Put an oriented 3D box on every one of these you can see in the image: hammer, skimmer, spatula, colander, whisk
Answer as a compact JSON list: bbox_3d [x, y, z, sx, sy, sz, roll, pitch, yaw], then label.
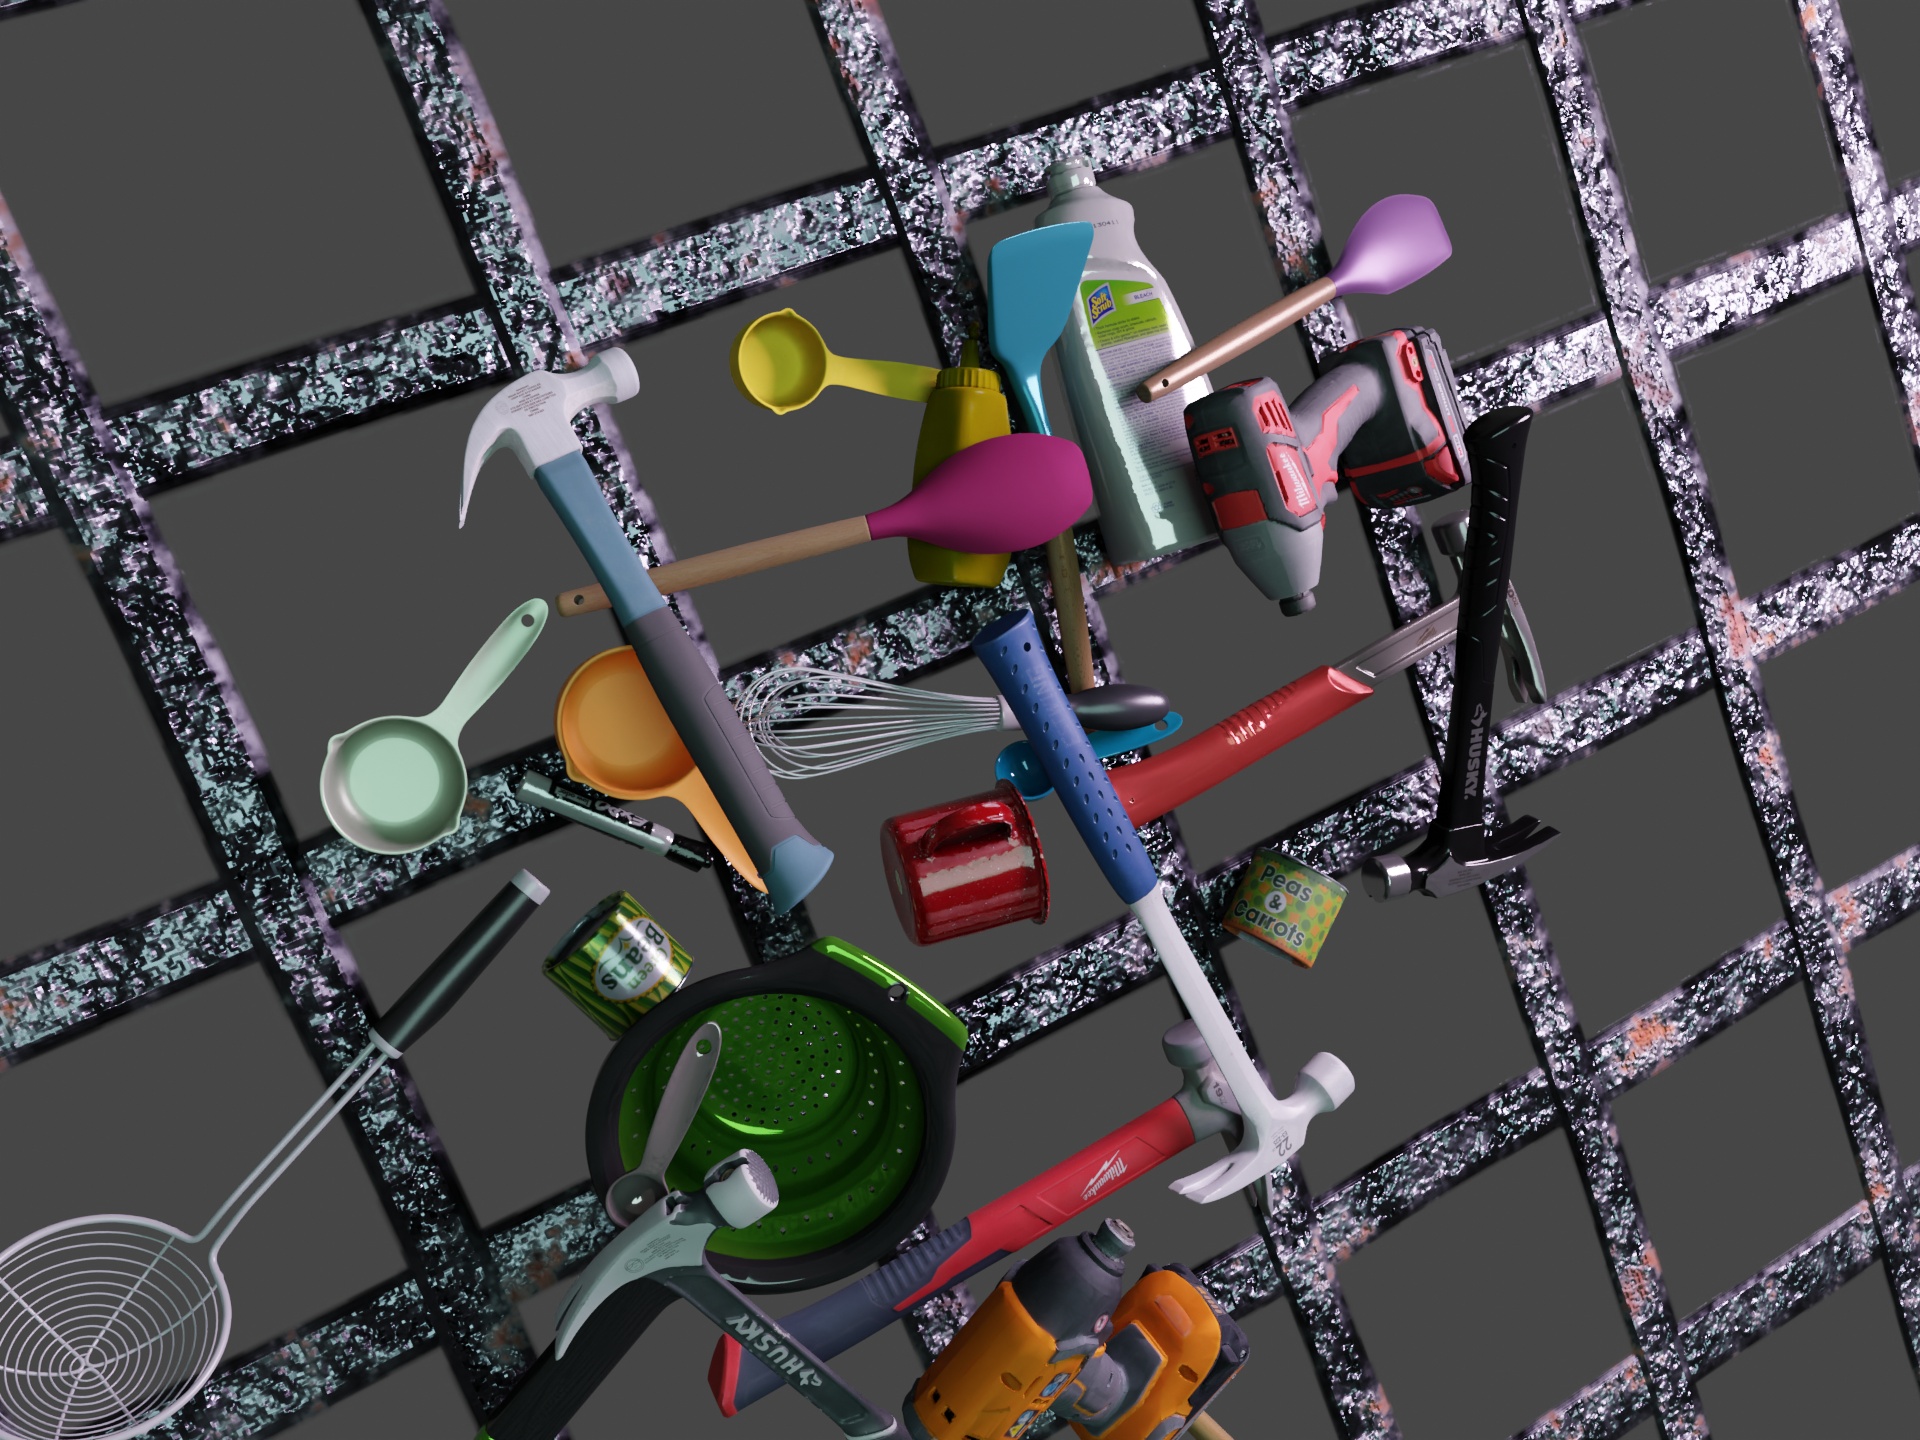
[{"bbox_3d":[0.113,0.118,0.982,0.144,0.035,0.405,-37,108,-23],"label":"hammer"},{"bbox_3d":[0.024,0.341,1.014,0.386,0.038,0.143,-26,102,-17],"label":"hammer"},{"bbox_3d":[-0.360,0.215,0.845,0.127,0.090,0.363,37,76,15],"label":"skimmer"},{"bbox_3d":[0.062,-0.137,0.975,0.082,0.044,0.317,-24,113,-35],"label":"spatula"},{"bbox_3d":[-0.160,0.280,0.930,0.204,0.095,0.397,37,98,-16],"label":"colander"},{"bbox_3d":[0.348,-0.041,1.060,0.146,0.035,0.334,-9,112,-21],"label":"hammer"},{"bbox_3d":[-0.001,-0.003,0.969,0.284,0.070,0.070,-3,93,-18],"label":"whisk"},{"bbox_3d":[0.222,-0.274,1.032,0.316,0.018,0.059,-35,103,-30],"label":"spatula"},{"bbox_3d":[0.236,-0.003,1.074,0.359,0.037,0.149,-28,101,-17],"label":"hammer"},{"bbox_3d":[-0.165,-0.046,0.877,0.128,0.033,0.331,-29,85,-26],"label":"hammer"},{"bbox_3d":[-0.068,0.408,0.931,0.149,0.036,0.408,-34,120,5],"label":"hammer"}]

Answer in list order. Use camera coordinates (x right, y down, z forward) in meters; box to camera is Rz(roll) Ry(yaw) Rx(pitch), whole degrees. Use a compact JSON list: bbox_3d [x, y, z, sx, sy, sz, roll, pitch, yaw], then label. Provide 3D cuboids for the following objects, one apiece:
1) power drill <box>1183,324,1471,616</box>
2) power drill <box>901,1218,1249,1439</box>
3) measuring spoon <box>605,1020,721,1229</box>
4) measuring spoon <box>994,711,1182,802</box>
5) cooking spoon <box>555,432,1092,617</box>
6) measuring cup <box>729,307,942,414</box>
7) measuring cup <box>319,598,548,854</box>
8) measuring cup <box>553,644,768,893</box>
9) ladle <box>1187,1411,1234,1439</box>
[{"bbox_3d":[0.234,-0.160,1.001,0.219,0.078,0.143,-29,103,-40],"label":"power drill"},{"bbox_3d":[0.084,0.371,0.948,0.164,0.084,0.226,-51,140,6],"label":"power drill"},{"bbox_3d":[-0.156,0.216,0.857,0.034,0.018,0.124,23,95,-9],"label":"measuring spoon"},{"bbox_3d":[0.083,0.022,1.020,0.128,0.021,0.042,-18,64,-11],"label":"measuring spoon"},{"bbox_3d":[-0.079,-0.105,0.925,0.319,0.017,0.069,-15,89,-3],"label":"cooking spoon"},{"bbox_3d":[-0.068,-0.210,0.968,0.156,0.029,0.062,2,97,-31],"label":"measuring cup"},{"bbox_3d":[-0.287,-0.001,0.889,0.083,0.038,0.167,40,78,-17],"label":"measuring cup"},{"bbox_3d":[-0.165,0.032,0.926,0.095,0.052,0.173,-41,106,-13],"label":"measuring cup"},{"bbox_3d":[0.213,0.535,1.096,0.069,0.031,0.315,-46,104,-15],"label":"ladle"}]
